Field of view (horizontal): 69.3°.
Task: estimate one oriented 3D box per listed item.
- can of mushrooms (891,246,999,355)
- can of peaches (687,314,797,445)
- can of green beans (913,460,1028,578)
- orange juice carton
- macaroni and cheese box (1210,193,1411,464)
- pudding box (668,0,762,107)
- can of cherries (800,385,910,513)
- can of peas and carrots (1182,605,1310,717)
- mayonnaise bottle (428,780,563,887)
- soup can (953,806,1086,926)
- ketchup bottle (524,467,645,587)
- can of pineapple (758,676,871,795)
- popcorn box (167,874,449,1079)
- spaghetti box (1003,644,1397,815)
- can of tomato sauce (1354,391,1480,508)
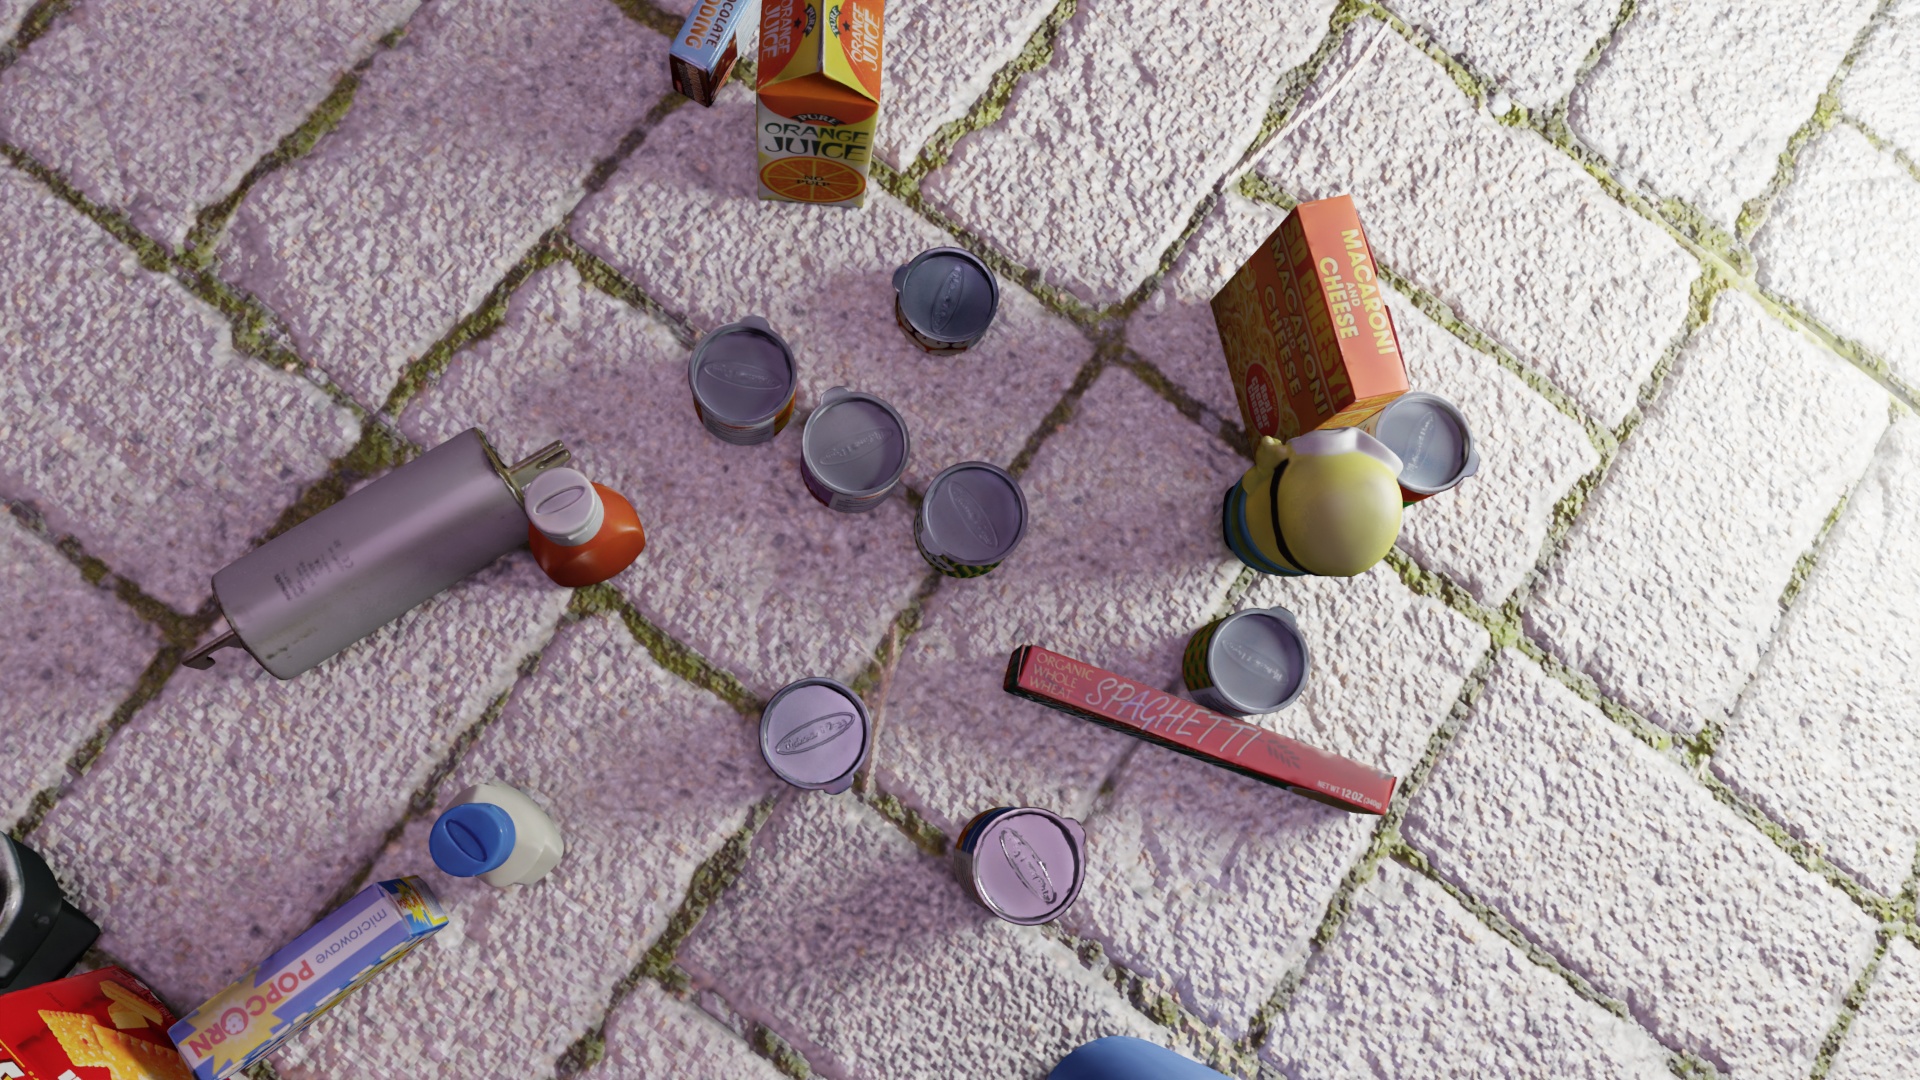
[{"bbox_3d":[-0.012,-0.158,0.916,0.071,0.033,0.071,1,79,-8],"label":"can of mushrooms"},{"bbox_3d":[-0.136,-0.100,0.875,0.071,0.058,0.071,1,79,-8],"label":"can of peaches"},{"bbox_3d":[0.005,-0.012,0.878,0.071,0.057,0.071,1,79,-8],"label":"can of green beans"},{"bbox_3d":[-0.086,-0.276,0.846,0.073,0.192,0.072,4,79,-7],"label":"orange juice carton"},{"bbox_3d":[0.215,-0.126,0.873,0.040,0.166,0.124,-13,82,-10],"label":"macaroni and cheese box"},{"bbox_3d":[-0.161,-0.337,0.921,0.030,0.049,0.084,26,77,-3],"label":"pudding box"},{"bbox_3d":[-0.068,-0.057,0.876,0.071,0.058,0.071,1,79,-8],"label":"can of cherries"},{"bbox_3d":[0.182,0.077,0.885,0.071,0.058,0.071,1,79,-8],"label":"can of peas and carrots"},{"bbox_3d":[-0.256,0.162,0.762,0.065,0.148,0.041,45,77,2],"label":"mayonnaise bottle"},{"bbox_3d":[0.036,0.191,0.830,0.071,0.083,0.071,1,79,-8],"label":"soup can"},{"bbox_3d":[-0.219,-0.008,0.799,0.065,0.148,0.043,-28,85,-12],"label":"ketchup bottle"},{"bbox_3d":[-0.089,0.119,0.839,0.071,0.057,0.071,1,79,-8],"label":"can of pineapple"},{"bbox_3d":[-0.354,0.239,0.765,0.127,0.085,0.038,-36,86,-13],"label":"popcorn box"},{"bbox_3d":[0.148,0.120,0.876,0.250,0.050,0.029,20,78,-4],"label":"spaghetti box"},{"bbox_3d":[0.288,-0.054,0.912,0.071,0.083,0.071,1,79,-8],"label":"can of tomato sauce"}]
